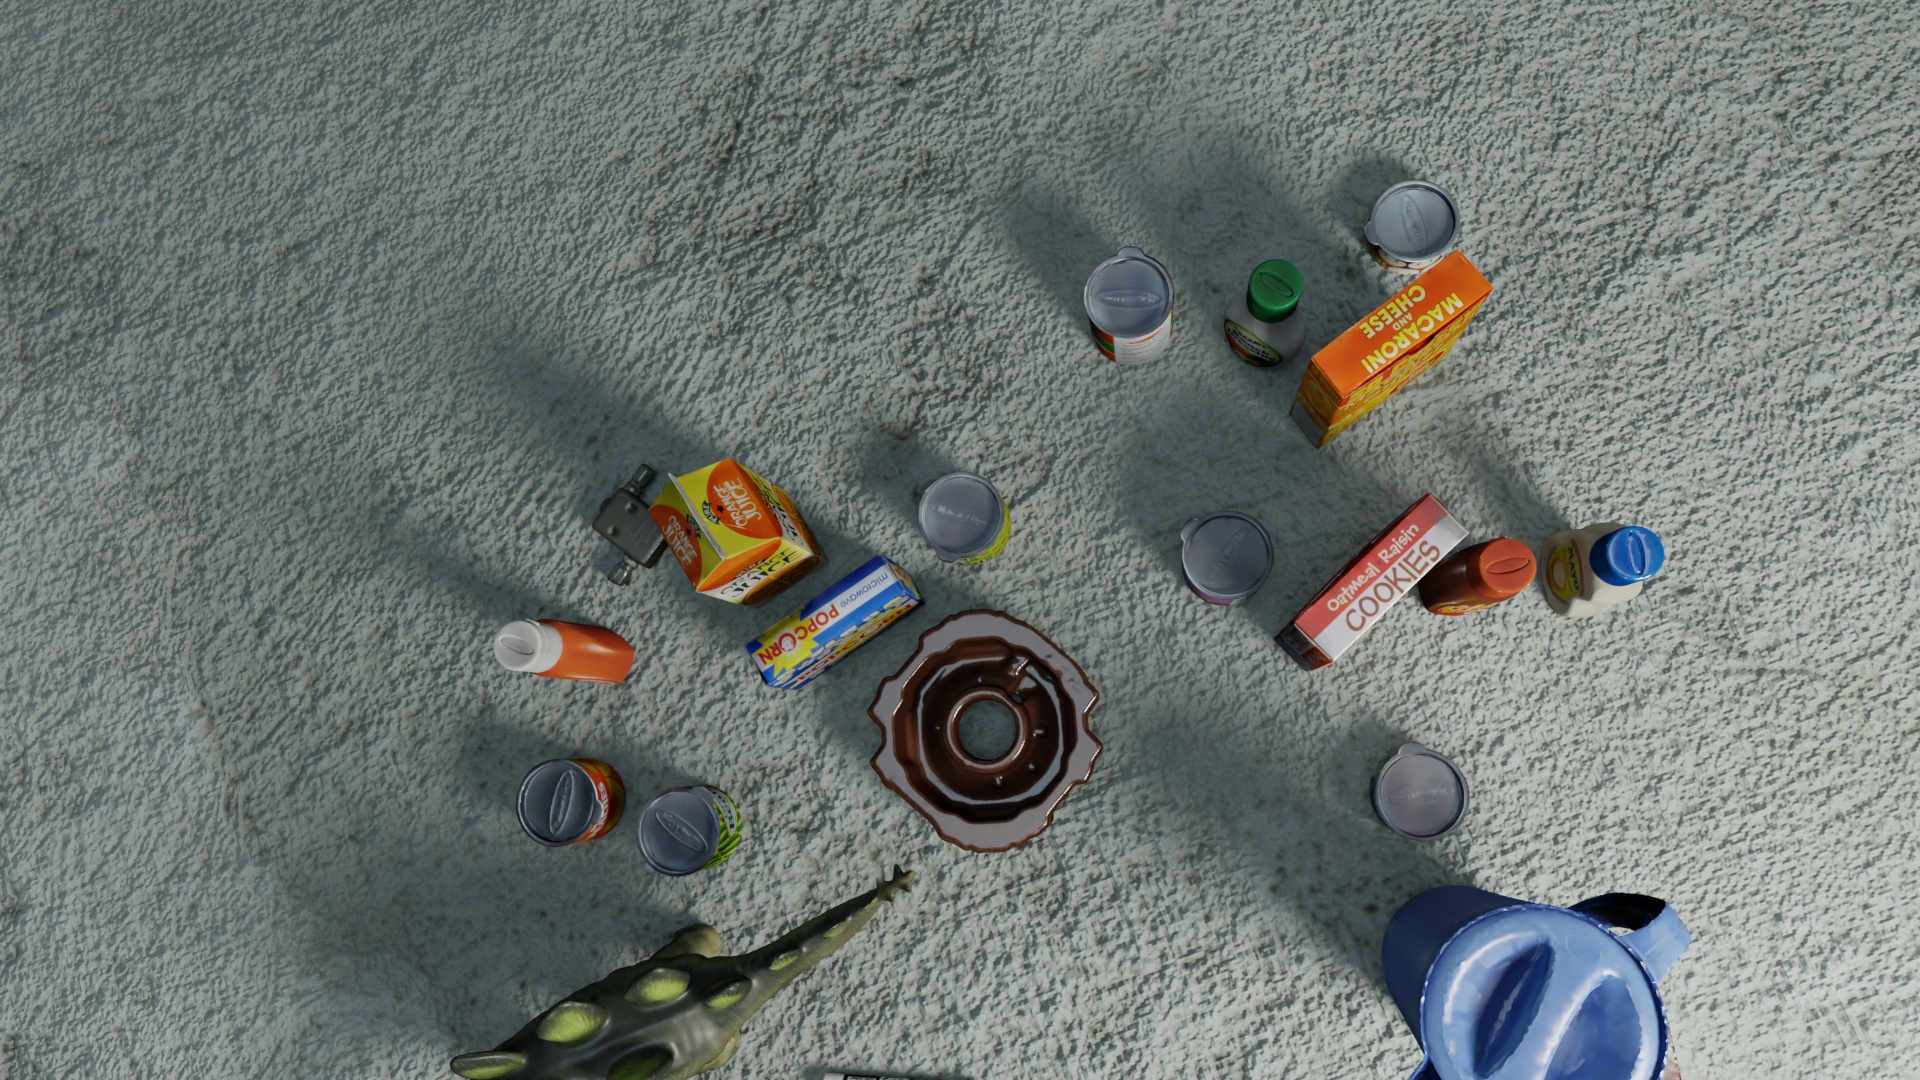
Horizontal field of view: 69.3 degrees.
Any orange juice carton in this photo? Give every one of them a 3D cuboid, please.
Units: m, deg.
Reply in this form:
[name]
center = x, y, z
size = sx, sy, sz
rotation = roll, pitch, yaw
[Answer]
[orange juice carton]
center = -0.166, -0.005, 1.026
size = 0.073, 0.192, 0.072
rotation = -33, 79, 3

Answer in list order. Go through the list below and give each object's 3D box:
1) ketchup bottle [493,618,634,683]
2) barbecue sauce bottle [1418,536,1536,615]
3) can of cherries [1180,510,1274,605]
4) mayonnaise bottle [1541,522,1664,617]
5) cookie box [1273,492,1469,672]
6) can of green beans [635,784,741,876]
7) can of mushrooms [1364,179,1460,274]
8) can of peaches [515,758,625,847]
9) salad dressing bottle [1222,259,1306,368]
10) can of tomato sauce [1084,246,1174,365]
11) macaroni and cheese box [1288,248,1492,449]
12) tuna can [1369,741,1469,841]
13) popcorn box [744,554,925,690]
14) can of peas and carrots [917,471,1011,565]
[ketchup bottle]
center = -0.304, 0.083, 1.056
size = 0.065, 0.148, 0.043
rotation = 19, 85, 10
[barbecue sauce bottle]
center = 0.364, 0.025, 0.969
size = 0.065, 0.148, 0.044
rotation = -12, 81, 6
[can of cherries]
center = 0.197, 0.012, 1.041
size = 0.071, 0.058, 0.071
rotation = -1, 82, 8
[mayonnaise bottle]
center = 0.442, 0.017, 0.959
size = 0.041, 0.148, 0.065
rotation = -7, 81, 7
[cookie box]
center = 0.280, 0.033, 0.970
size = 0.123, 0.167, 0.040
rotation = -44, 79, 0
[can of green beans]
center = -0.208, 0.222, 1.068
size = 0.071, 0.058, 0.071
rotation = -1, 82, 8
[can of mushrooms]
center = 0.345, -0.240, 1.069
size = 0.071, 0.033, 0.071
rotation = -1, 82, 8
[can of peaches]
center = -0.301, 0.204, 1.084
size = 0.071, 0.058, 0.071
rotation = -1, 82, 8
[salad dressing bottle]
center = 0.225, -0.166, 1.017
size = 0.064, 0.147, 0.044
rotation = 38, 89, 11
[can of tomato sauce]
center = 0.130, -0.178, 1.065
size = 0.071, 0.083, 0.071
rotation = -1, 82, 8
[macaroni and cheese box]
center = 0.302, -0.131, 0.992
size = 0.124, 0.166, 0.040
rotation = -37, 79, 2
[tuna can]
center = 0.332, 0.182, 1.010
size = 0.071, 0.033, 0.071
rotation = -1, 82, 8
[popcorn box]
center = -0.094, 0.064, 1.061
size = 0.127, 0.085, 0.038
rotation = -34, 79, 2
[can of peas and carrots]
center = 0.004, -0.013, 1.072
size = 0.071, 0.058, 0.071
rotation = -1, 82, 8
